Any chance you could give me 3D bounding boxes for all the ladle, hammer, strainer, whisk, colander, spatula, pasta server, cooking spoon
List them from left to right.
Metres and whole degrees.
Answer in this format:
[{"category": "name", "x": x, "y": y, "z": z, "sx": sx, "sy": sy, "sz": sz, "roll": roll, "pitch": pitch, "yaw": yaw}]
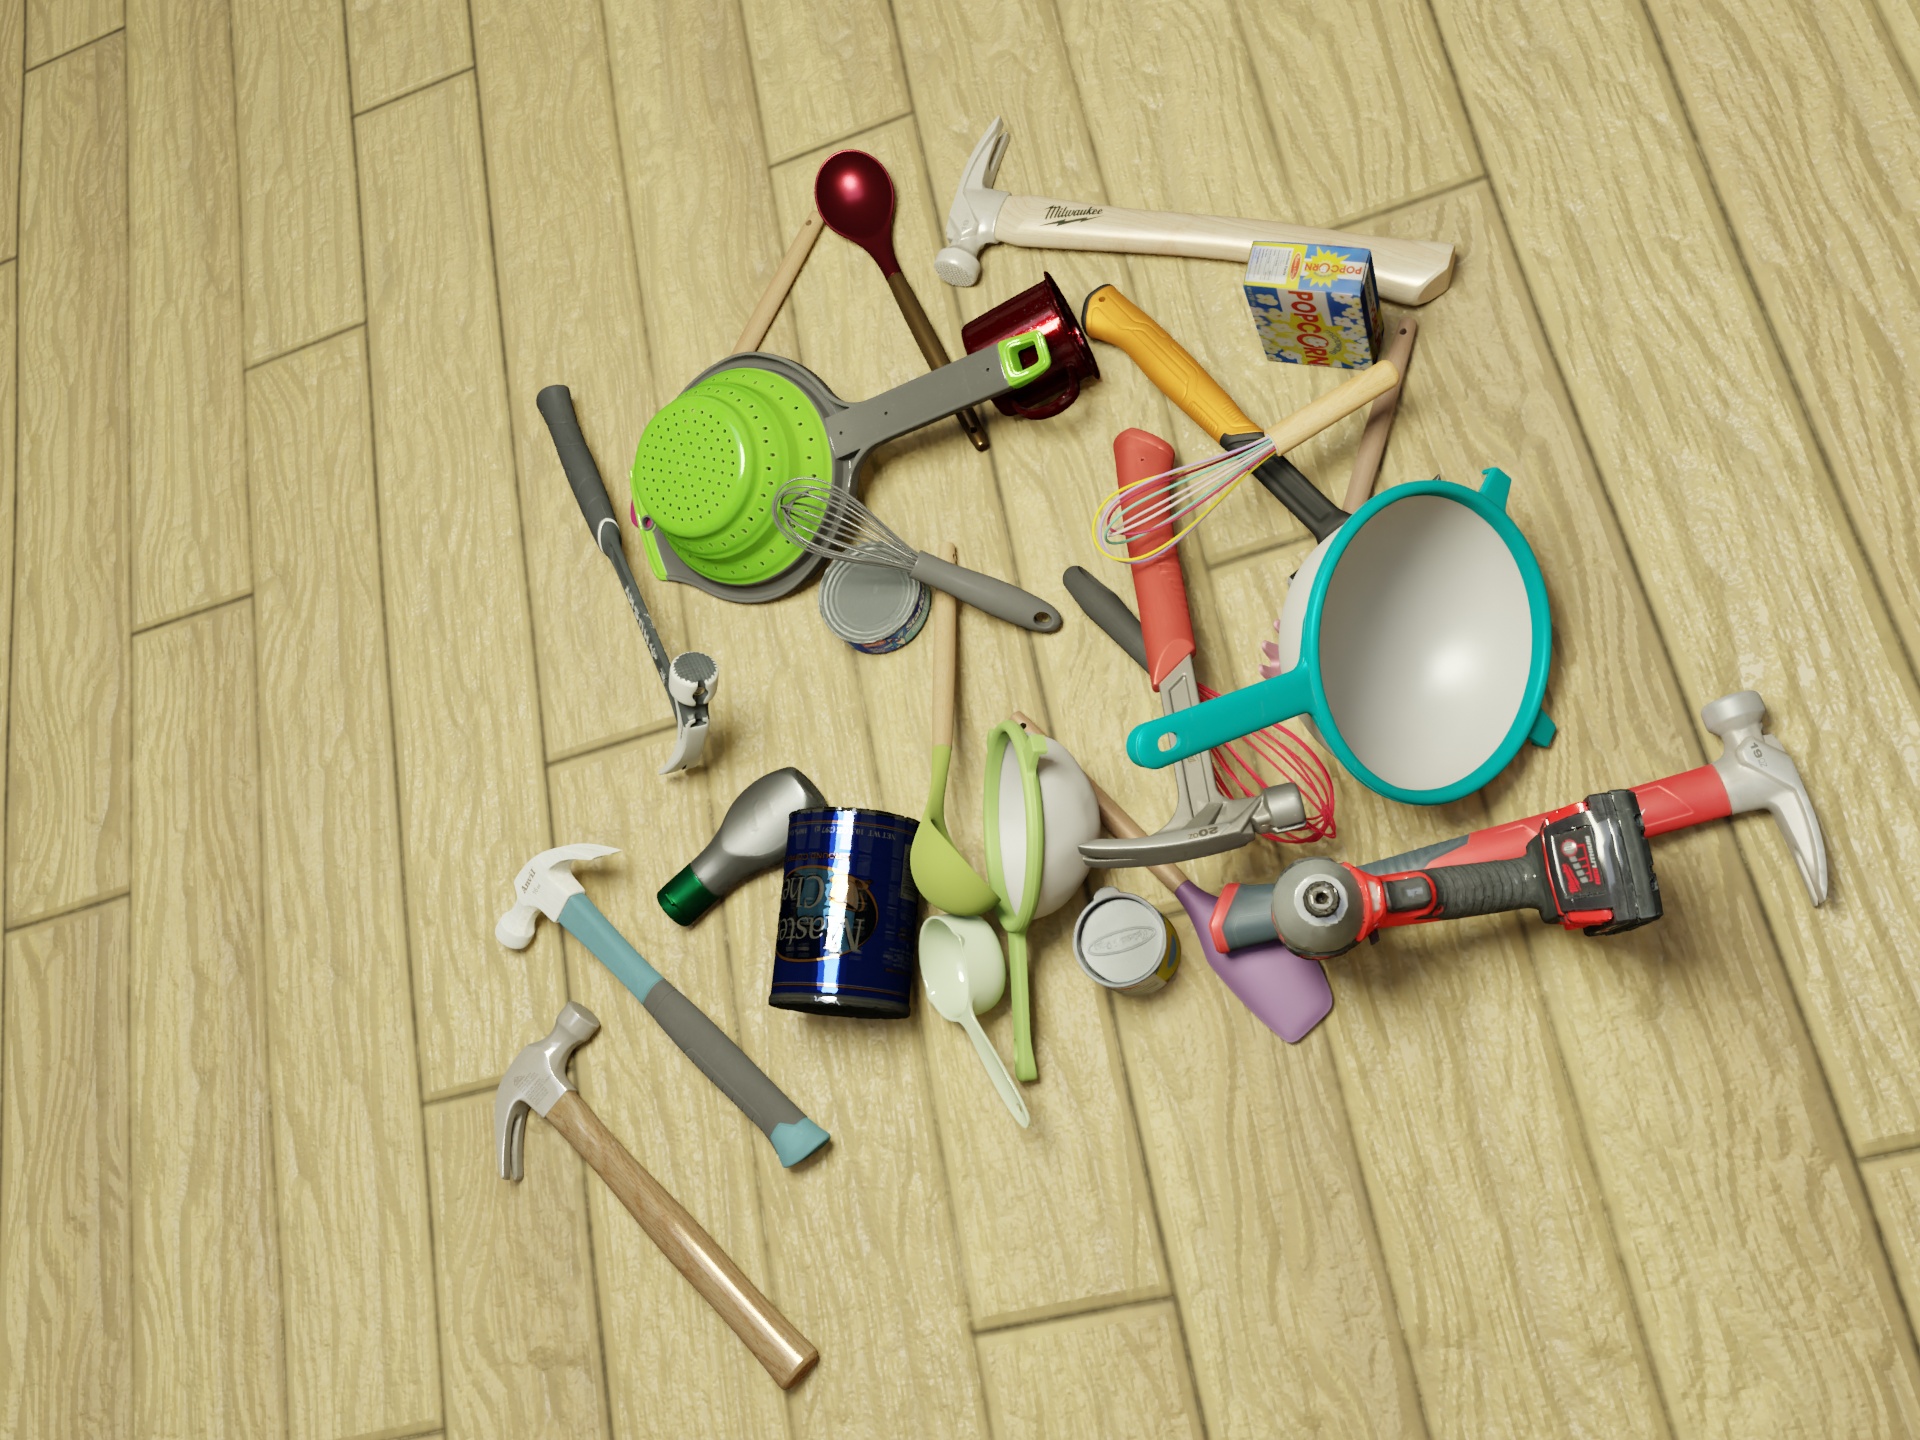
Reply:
[{"category": "hammer", "x": -0.284, "y": -0.134, "z": 1.319, "sx": 0.036, "sy": 0.149, "sz": 0.409, "roll": -13, "pitch": 56, "yaw": -23}, {"category": "hammer", "x": -0.230, "y": 0.365, "z": 1.183, "sx": 0.331, "sy": 0.031, "sz": 0.130, "roll": 39, "pitch": 89, "yaw": 24}, {"category": "hammer", "x": -0.225, "y": 0.217, "z": 1.211, "sx": 0.331, "sy": 0.033, "sz": 0.128, "roll": 40, "pitch": 114, "yaw": 20}, {"category": "cooking spoon", "x": -0.198, "y": -0.303, "z": 1.379, "sx": 0.069, "sy": 0.017, "sz": 0.319, "roll": 25, "pitch": 84, "yaw": 23}, {"category": "colander", "x": -0.121, "y": -0.221, "z": 1.237, "sx": 0.397, "sy": 0.094, "sz": 0.204, "roll": -18, "pitch": 83, "yaw": 25}, {"category": "ladle", "x": -0.044, "y": -0.354, "z": 1.339, "sx": 0.069, "sy": 0.031, "sz": 0.316, "roll": -28, "pitch": 69, "yaw": 9}, {"category": "whisk", "x": -0.032, "y": -0.122, "z": 1.211, "sx": 0.239, "sy": 0.055, "sz": 0.055, "roll": 23, "pitch": 81, "yaw": -6}, {"category": "ladle", "x": -0.002, "y": -0.004, "z": 1.186, "sx": 0.062, "sy": 0.078, "sz": 0.320, "roll": -11, "pitch": 58, "yaw": 19}, {"category": "strainer", "x": 0.065, "y": 0.127, "z": 1.130, "sx": 0.069, "sy": 0.151, "sz": 0.256, "roll": -3, "pitch": 91, "yaw": -11}, {"category": "hammer", "x": 0.138, "y": -0.064, "z": 1.135, "sx": 0.149, "sy": 0.036, "sz": 0.359, "roll": -12, "pitch": 56, "yaw": 9}, {"category": "spatula", "x": 0.143, "y": 0.100, "z": 1.145, "sx": 0.060, "sy": 0.018, "sz": 0.316, "roll": -45, "pitch": 67, "yaw": 0}, {"category": "whisk", "x": 0.167, "y": -0.017, "z": 1.153, "sx": 0.073, "sy": 0.073, "sz": 0.296, "roll": -42, "pitch": 61, "yaw": 3}, {"category": "hammer", "x": 0.185, "y": -0.396, "z": 1.270, "sx": 0.411, "sy": 0.038, "sz": 0.146, "roll": 14, "pitch": 78, "yaw": 21}, {"category": "hammer", "x": 0.205, "y": -0.229, "z": 1.192, "sx": 0.127, "sy": 0.034, "sz": 0.337, "roll": -40, "pitch": 60, "yaw": 2}, {"category": "whisk", "x": 0.201, "y": -0.189, "z": 1.132, "sx": 0.245, "sy": 0.051, "sz": 0.047, "roll": -31, "pitch": 54, "yaw": 2}, {"category": "strainer", "x": 0.232, "y": -0.033, "z": 1.038, "sx": 0.340, "sy": 0.095, "sz": 0.211, "roll": -19, "pitch": 101, "yaw": -24}, {"category": "pasta server", "x": 0.287, "y": -0.157, "z": 1.163, "sx": 0.060, "sy": 0.040, "sz": 0.316, "roll": 13, "pitch": 78, "yaw": 25}, {"category": "hammer", "x": 0.357, "y": 0.104, "z": 1.054, "sx": 0.386, "sy": 0.038, "sz": 0.143, "roll": -18, "pitch": 71, "yaw": 10}]

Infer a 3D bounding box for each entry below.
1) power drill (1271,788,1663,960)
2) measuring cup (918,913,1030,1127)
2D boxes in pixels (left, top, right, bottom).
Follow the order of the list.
[{"category": "power drill", "x": 0.300, "y": 0.103, "z": 0.975, "sx": 0.219, "sy": 0.143, "sz": 0.079, "roll": -10, "pitch": 76, "yaw": 10}, {"category": "measuring cup", "x": 0.022, "y": 0.208, "z": 1.118, "sx": 0.038, "sy": 0.083, "sz": 0.168, "roll": -11, "pitch": 54, "yaw": -29}]
